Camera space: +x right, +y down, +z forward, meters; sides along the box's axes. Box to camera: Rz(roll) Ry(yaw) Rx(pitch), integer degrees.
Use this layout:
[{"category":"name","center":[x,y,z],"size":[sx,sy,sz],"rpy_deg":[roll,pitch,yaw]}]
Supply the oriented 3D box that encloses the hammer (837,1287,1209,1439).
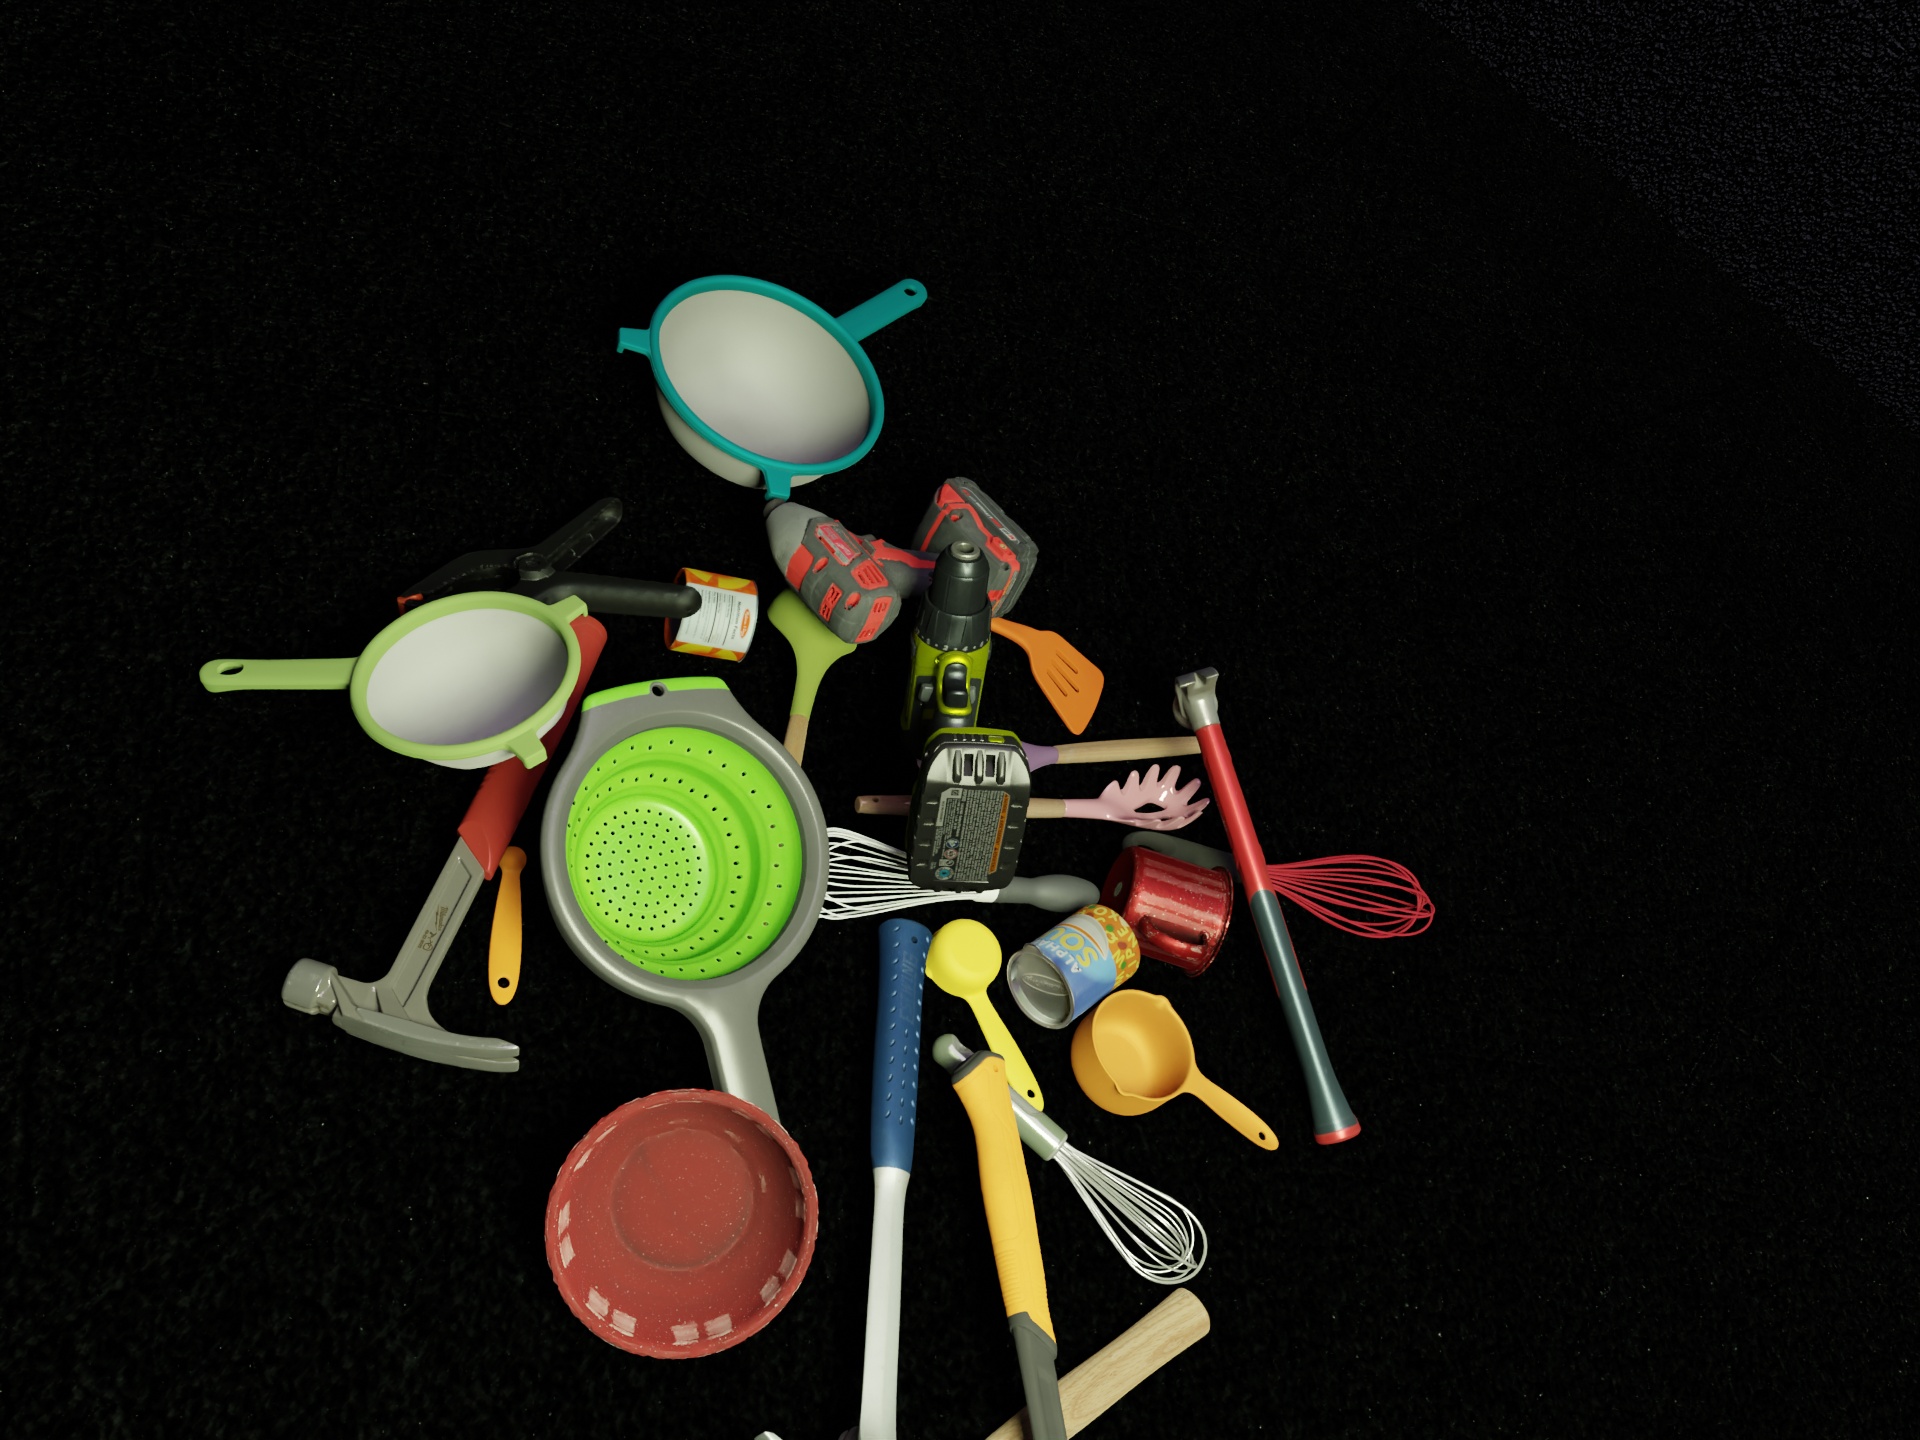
[{"category":"hammer","center":[0.042,0.461,1.028],"size":[0.331,0.031,0.130],"rpy_deg":[-21,71,-38]}]

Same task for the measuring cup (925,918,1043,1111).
[{"category":"measuring cup","center":[0.027,0.218,1.187],"size":[0.062,0.029,0.157],"rpy_deg":[-14,65,-36]}]

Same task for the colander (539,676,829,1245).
[{"category":"colander","center":[-0.180,0.174,1.077],"size":[0.204,0.094,0.397],"rpy_deg":[-9,82,-35]}]

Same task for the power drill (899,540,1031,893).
[{"category":"power drill","center":[-0.002,-0.004,1.182],"size":[0.080,0.190,0.229],"rpy_deg":[3,39,-9]}]

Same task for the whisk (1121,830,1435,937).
[{"category":"whisk","center":[0.276,0.136,1.371],"size":[0.295,0.073,0.073],"rpy_deg":[13,53,-13]}]

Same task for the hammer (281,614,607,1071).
[{"category":"hammer","center":[-0.309,0.065,1.088],"size":[0.149,0.036,0.359],"rpy_deg":[17,49,-2]}]

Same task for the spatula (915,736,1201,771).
[{"category":"spatula","center":[0.101,0.026,1.370],"size":[0.315,0.018,0.060],"rpy_deg":[-3,57,-30]}]

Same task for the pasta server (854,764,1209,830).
[{"category":"pasta server","center":[0.063,0.067,1.308],"size":[0.316,0.040,0.060],"rpy_deg":[3,46,-27]}]

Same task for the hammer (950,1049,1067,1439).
[{"category":"hammer","center":[0.049,0.377,1.038],"size":[0.127,0.034,0.337],"rpy_deg":[16,47,-36]}]

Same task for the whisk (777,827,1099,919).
[{"category":"whisk","center":[-0.010,0.126,1.218],"size":[0.284,0.070,0.070],"rpy_deg":[9,55,-31]}]

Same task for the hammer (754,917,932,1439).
[{"category":"hammer","center":[-0.052,0.307,1.051],"size":[0.144,0.035,0.406],"rpy_deg":[19,46,-18]}]

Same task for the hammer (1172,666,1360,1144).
[{"category":"hammer","center":[0.243,0.146,1.270],"size":[0.038,0.143,0.386],"rpy_deg":[-17,81,4]}]

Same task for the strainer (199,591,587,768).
[{"category":"strainer","center":[-0.380,-0.014,1.079],"size":[0.256,0.069,0.152],"rpy_deg":[0,48,3]}]

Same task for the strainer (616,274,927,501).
[{"category":"strainer","center":[-0.145,-0.305,1.411],"size":[0.211,0.095,0.340],"rpy_deg":[45,47,2]}]

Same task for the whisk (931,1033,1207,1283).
[{"category":"whisk","center":[0.075,0.311,1.141],"size":[0.246,0.059,0.058],"rpy_deg":[41,8,7]}]

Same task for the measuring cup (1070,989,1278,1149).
[{"category":"measuring cup","center":[0.160,0.279,1.207],"size":[0.173,0.052,0.095],"rpy_deg":[37,48,-4]}]

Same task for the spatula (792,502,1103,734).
[{"category":"spatula","center":[-0.013,-0.100,1.392],"size":[0.322,0.041,0.081],"rpy_deg":[30,50,-3]}]

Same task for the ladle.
[{"category":"ladle","center":[-0.134,0.026,1.231],"size":[0.078,0.062,0.320],"rpy_deg":[19,58,-18]}]

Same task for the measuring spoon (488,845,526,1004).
[{"category":"measuring spoon","center":[-0.304,0.135,1.070],"size":[0.021,0.011,0.117],"rpy_deg":[10,54,-23]}]

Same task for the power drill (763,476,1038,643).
[{"category":"power drill","center":[-0.054,-0.136,1.300],"size":[0.219,0.078,0.143],"rpy_deg":[-14,52,-46]}]
